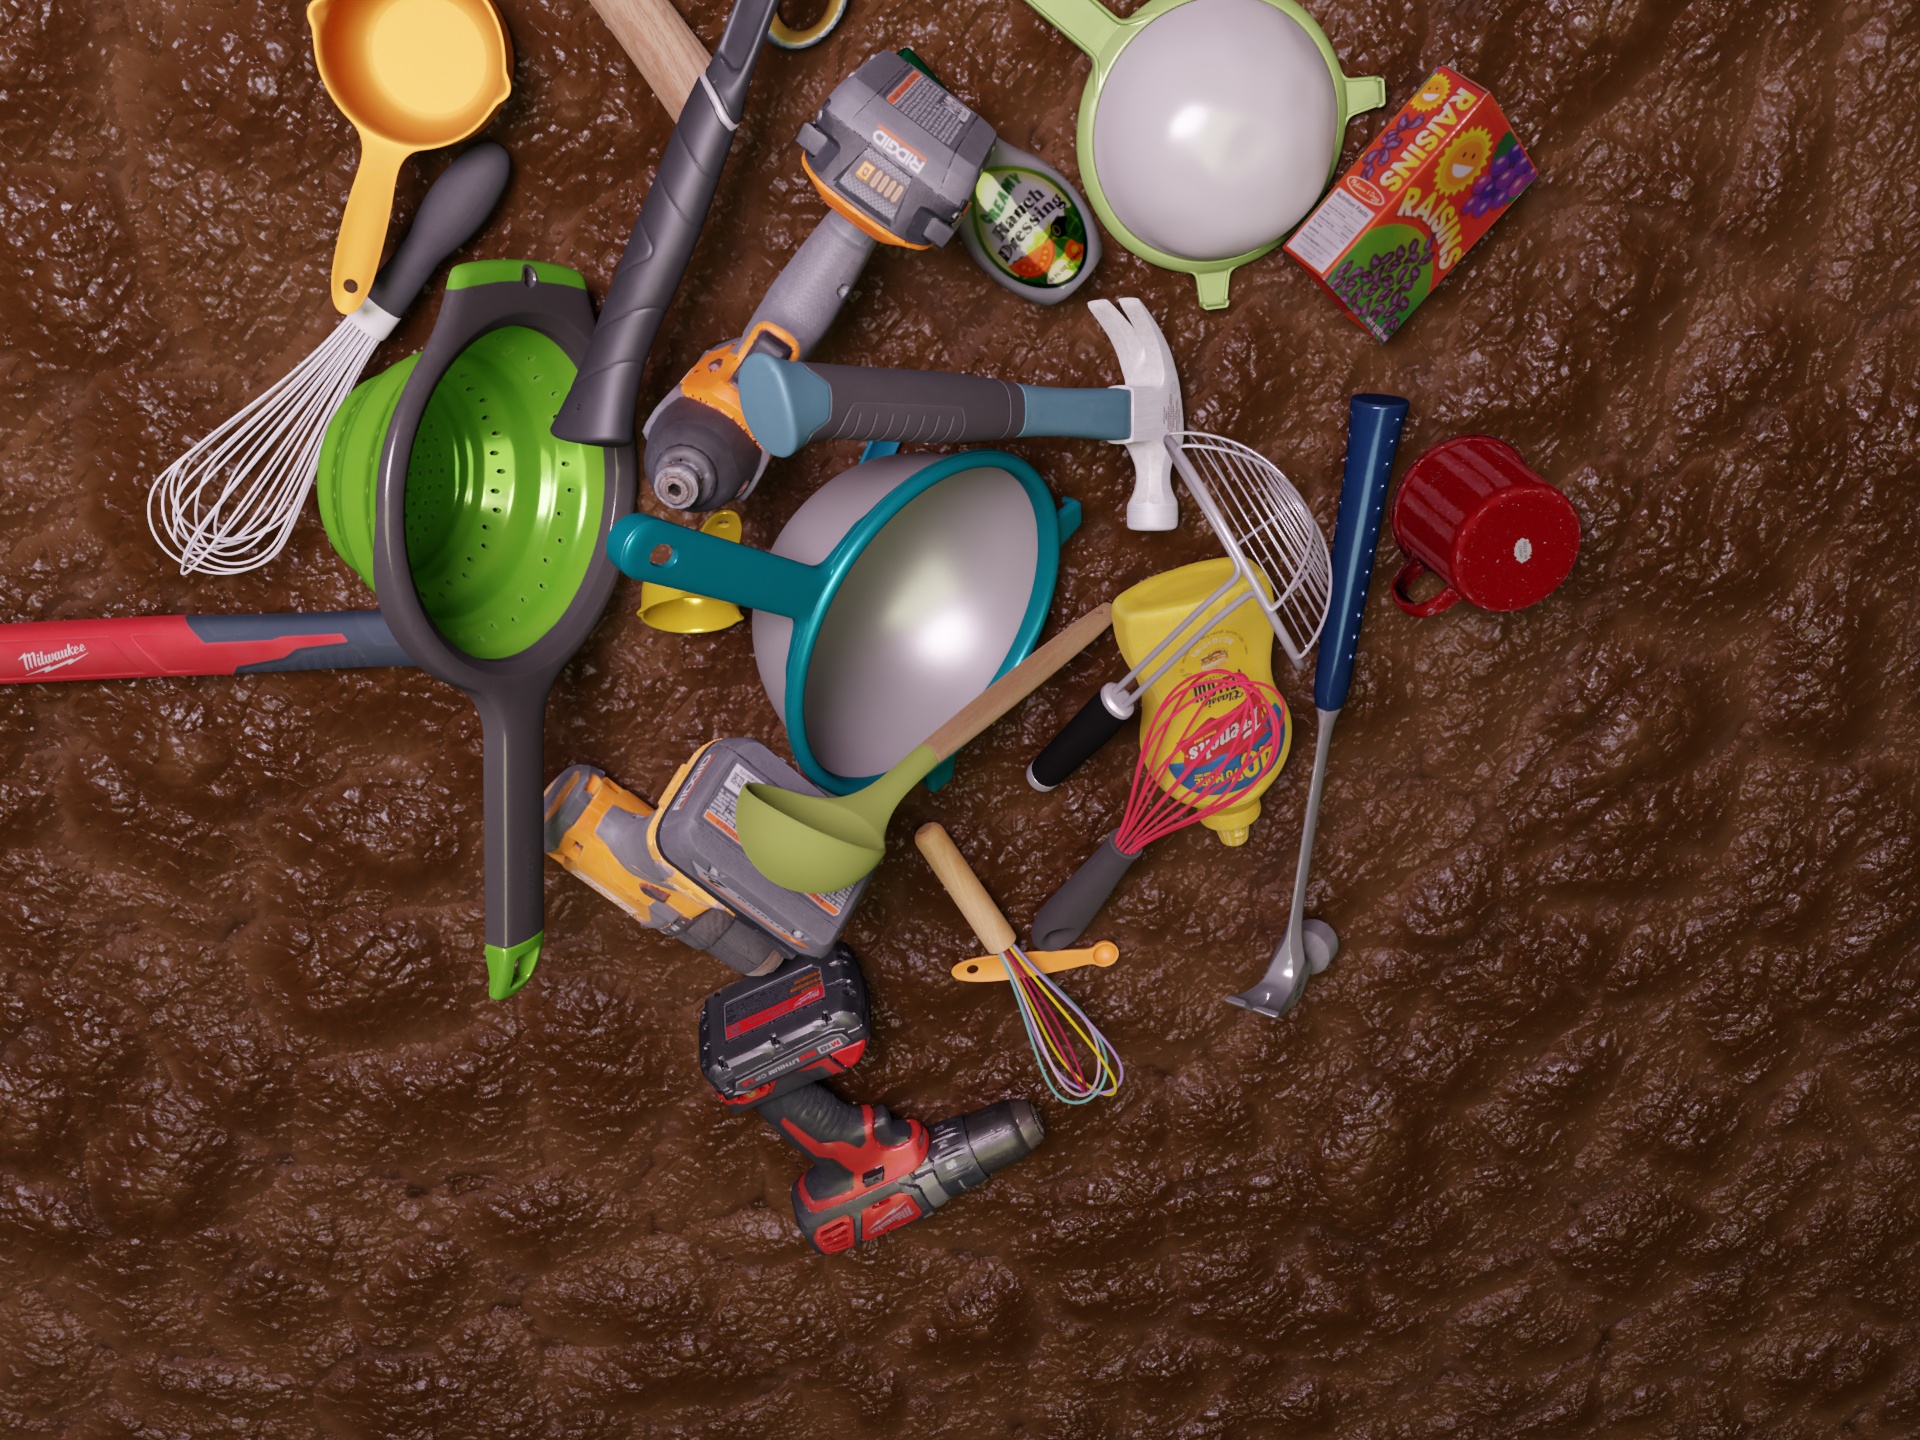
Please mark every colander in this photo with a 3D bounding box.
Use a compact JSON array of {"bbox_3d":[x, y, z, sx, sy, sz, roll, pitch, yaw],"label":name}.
[{"bbox_3d":[-0.269,-0.043,0.849,0.094,0.204,0.397,10,107,20],"label":"colander"}]

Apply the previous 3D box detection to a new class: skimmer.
[{"bbox_3d":[0.088,-0.028,0.863,0.090,0.127,0.363,-21,165,-28],"label":"skimmer"}]

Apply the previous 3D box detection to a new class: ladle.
[{"bbox_3d":[-0.001,-0.003,0.875,0.078,0.320,0.062,27,133,26],"label":"ladle"}]

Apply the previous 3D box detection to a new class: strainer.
[{"bbox_3d":[0.099,-0.332,0.817,0.256,0.069,0.151,31,109,-24],"label":"strainer"},{"bbox_3d":[-0.080,-0.075,0.842,0.340,0.095,0.211,11,108,-56],"label":"strainer"}]

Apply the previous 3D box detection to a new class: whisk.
[{"bbox_3d":[-0.325,-0.186,0.830,0.070,0.070,0.284,37,101,-24],"label":"whisk"},{"bbox_3d":[0.036,0.168,1.076,0.051,0.047,0.244,-34,109,-2],"label":"whisk"},{"bbox_3d":[0.111,0.065,0.990,0.073,0.073,0.295,15,138,-16],"label":"whisk"}]

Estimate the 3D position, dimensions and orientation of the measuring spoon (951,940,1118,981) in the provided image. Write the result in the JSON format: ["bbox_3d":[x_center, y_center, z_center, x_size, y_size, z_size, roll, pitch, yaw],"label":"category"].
[{"bbox_3d":[0.051,0.166,1.104,0.117,0.011,0.021,-7,115,-2],"label":"measuring spoon"}]

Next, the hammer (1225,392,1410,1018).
[{"bbox_3d":[0.229,0.002,0.999,0.035,0.144,0.405,15,114,26],"label":"hammer"}]

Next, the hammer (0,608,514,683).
[{"bbox_3d":[-0.422,-0.057,0.891,0.386,0.038,0.143,-3,116,-8],"label":"hammer"}]

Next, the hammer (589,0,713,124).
[{"bbox_3d":[-0.218,-0.426,0.737,0.130,0.031,0.331,-35,118,9],"label":"hammer"}]

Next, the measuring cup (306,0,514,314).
[{"bbox_3d":[-0.276,-0.286,0.781,0.095,0.052,0.173,18,109,-13],"label":"measuring cup"}]

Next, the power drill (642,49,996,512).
[{"bbox_3d":[-0.079,-0.202,0.781,0.084,0.164,0.226,34,118,-12],"label":"power drill"}]

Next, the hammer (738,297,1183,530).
[{"bbox_3d":[0.017,-0.155,0.802,0.331,0.033,0.128,-11,104,-50],"label":"hammer"}]

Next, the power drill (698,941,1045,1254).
[{"bbox_3d":[-0.059,0.261,1.097,0.188,0.080,0.226,-24,121,4],"label":"power drill"}]

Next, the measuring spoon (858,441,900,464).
[{"bbox_3d":[-0.063,-0.138,0.923,0.042,0.021,0.128,15,108,-49],"label":"measuring spoon"}]

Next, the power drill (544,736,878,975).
[{"bbox_3d":[-0.138,0.092,0.931,0.185,0.226,0.084,41,62,-24],"label":"power drill"}]

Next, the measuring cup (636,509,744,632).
[{"bbox_3d":[-0.141,-0.089,0.875,0.062,0.029,0.156,2,160,-18],"label":"measuring cup"}]

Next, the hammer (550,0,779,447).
[{"bbox_3d":[-0.111,-0.314,0.749,0.149,0.036,0.409,35,110,23],"label":"hammer"}]
